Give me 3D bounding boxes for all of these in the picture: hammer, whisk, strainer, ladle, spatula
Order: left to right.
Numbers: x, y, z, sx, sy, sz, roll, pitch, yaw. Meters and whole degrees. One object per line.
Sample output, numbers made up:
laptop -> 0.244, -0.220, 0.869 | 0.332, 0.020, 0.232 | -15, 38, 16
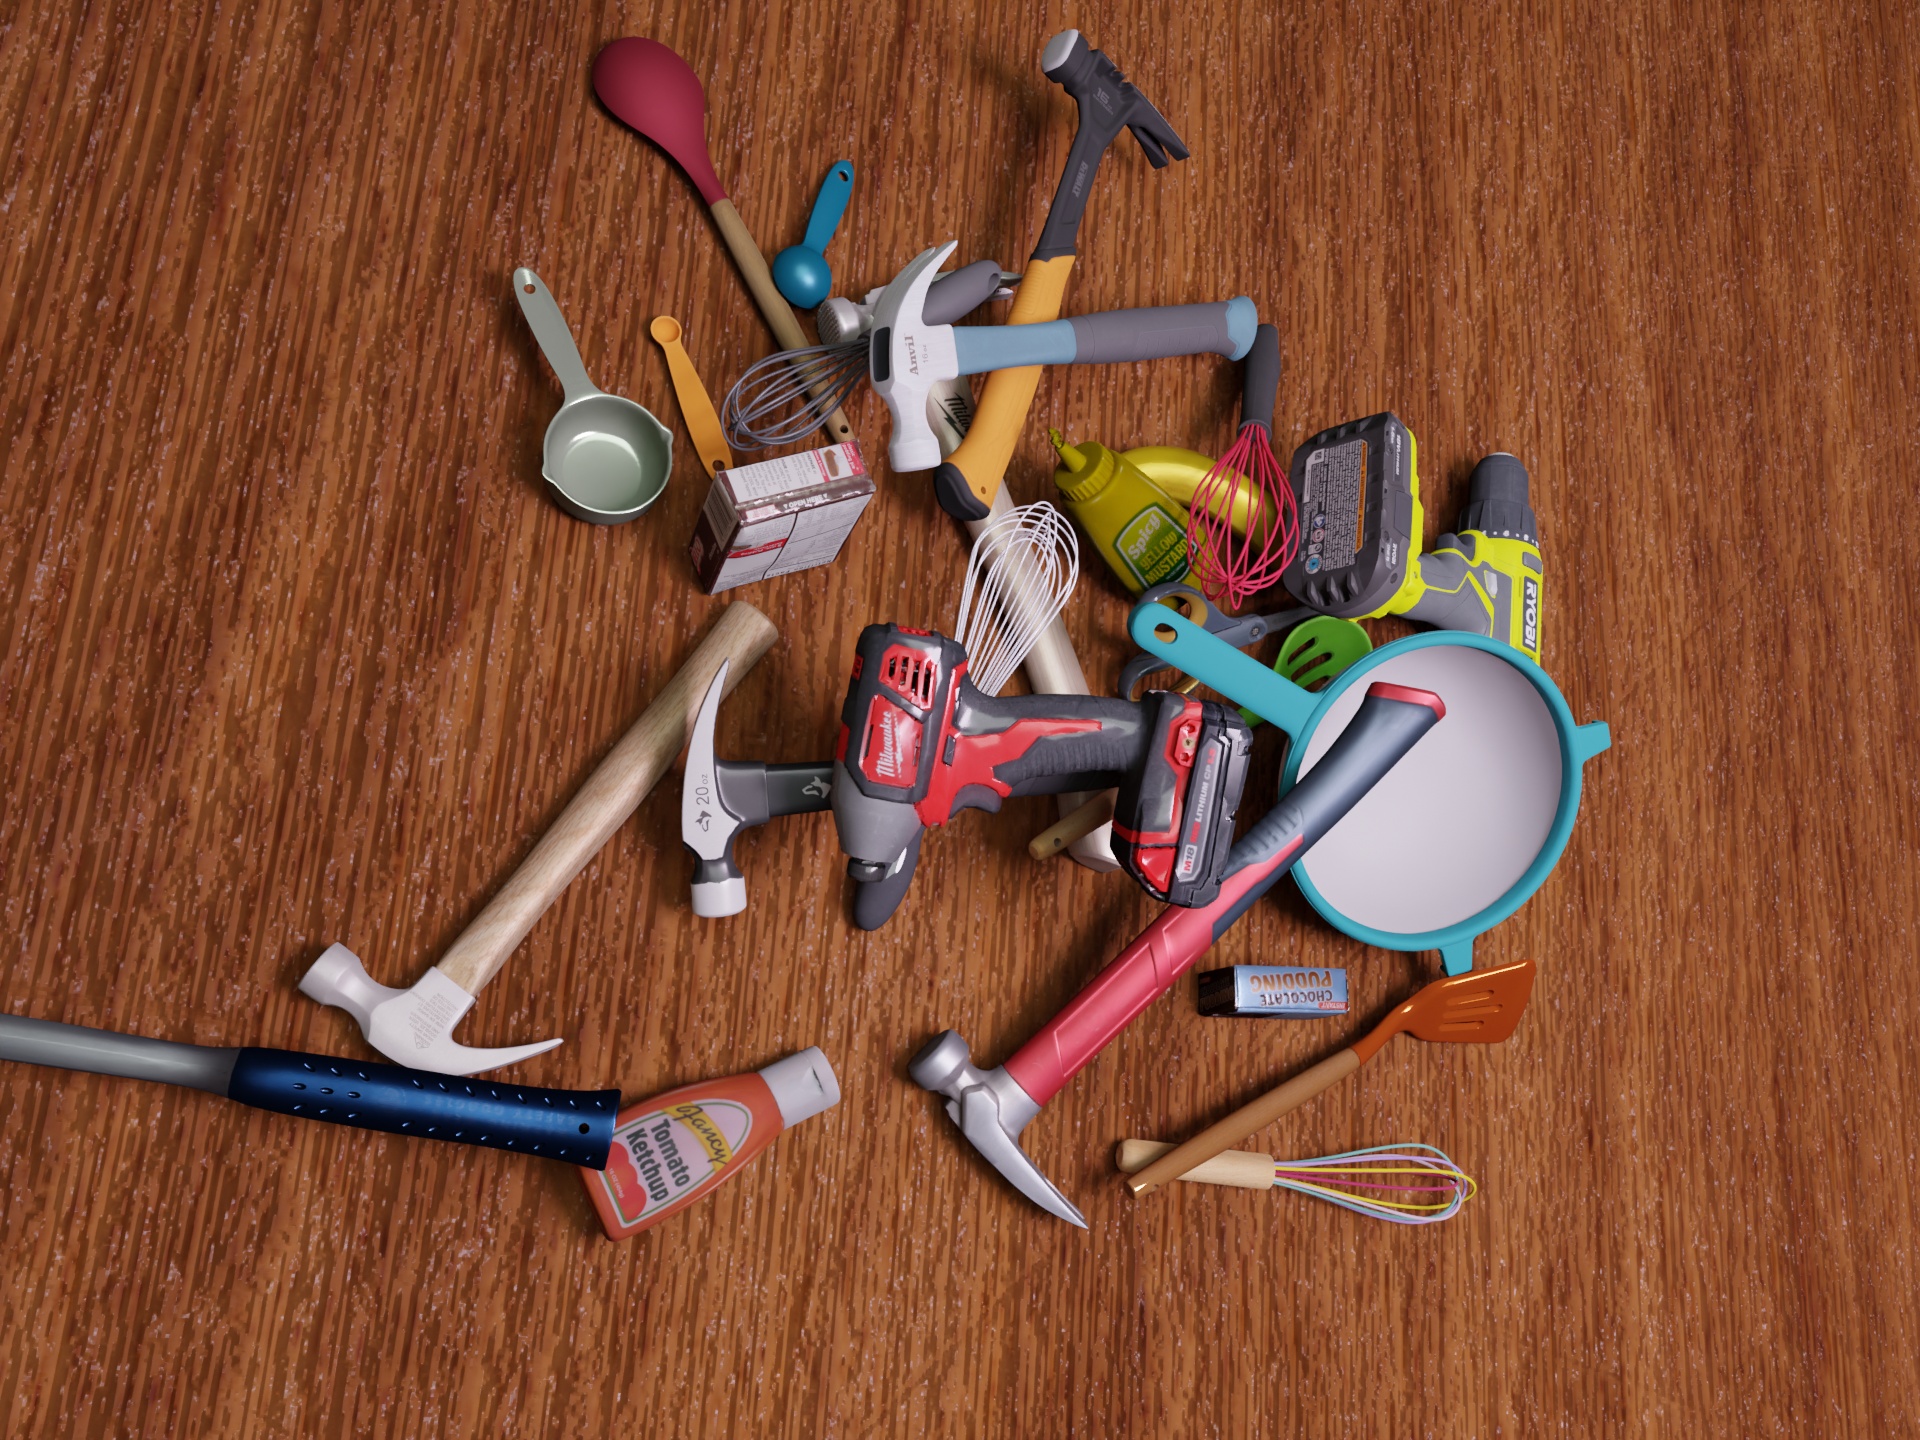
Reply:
hammer -> -0.379, 0.182, 0.805 | 0.405, 0.035, 0.144 | 12, 74, -10
hammer -> -0.213, 0.061, 0.916 | 0.130, 0.031, 0.331 | 39, 68, -6
ladle -> -0.146, -0.312, 1.034 | 0.069, 0.031, 0.315 | -28, 89, -25
whisk -> -0.057, -0.235, 0.992 | 0.239, 0.055, 0.055 | -39, 92, -30
whisk -> -0.001, -0.003, 0.973 | 0.070, 0.070, 0.284 | 24, 86, -12
hammer -> 0.004, 0.026, 0.931 | 0.334, 0.035, 0.146 | -5, 97, -8
hammer -> 0.043, -0.101, 1.044 | 0.146, 0.038, 0.411 | -19, 84, -24
hammer -> 0.058, -0.280, 1.045 | 0.127, 0.034, 0.337 | 31, 71, -36
hammer -> 0.077, -0.242, 1.017 | 0.331, 0.033, 0.128 | -16, 101, -39
hammer -> 0.156, 0.128, 0.960 | 0.386, 0.038, 0.143 | -43, 93, -3
whisk -> 0.194, -0.180, 1.060 | 0.073, 0.073, 0.296 | 27, 46, -12
whisk -> 0.216, 0.285, 1.007 | 0.245, 0.047, 0.051 | 10, 75, -13
strainer -> 0.239, 0.009, 1.035 | 0.340, 0.095, 0.211 | 29, 95, -16
spatula -> 0.238, 0.230, 1.010 | 0.322, 0.081, 0.041 | -22, 44, -27

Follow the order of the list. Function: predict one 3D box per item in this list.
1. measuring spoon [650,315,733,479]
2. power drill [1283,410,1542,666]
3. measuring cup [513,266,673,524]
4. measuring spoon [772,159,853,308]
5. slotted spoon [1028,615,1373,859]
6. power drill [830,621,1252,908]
measuring spoon -> -0.170, -0.201, 1.008 | 0.021, 0.011, 0.117 | -21, 88, -23
power drill -> 0.326, -0.123, 1.097 | 0.228, 0.080, 0.191 | 19, 71, -38
measuring cup -> -0.235, -0.196, 0.969 | 0.083, 0.038, 0.167 | -24, 84, -23
measuring spoon -> -0.088, -0.328, 1.050 | 0.042, 0.021, 0.129 | 31, 60, -28
slotted spoon -> 0.161, 0.013, 1.039 | 0.314, 0.031, 0.070 | -29, 105, -31
power drill -> 0.038, 0.034, 0.884 | 0.219, 0.078, 0.143 | 11, 94, -7
